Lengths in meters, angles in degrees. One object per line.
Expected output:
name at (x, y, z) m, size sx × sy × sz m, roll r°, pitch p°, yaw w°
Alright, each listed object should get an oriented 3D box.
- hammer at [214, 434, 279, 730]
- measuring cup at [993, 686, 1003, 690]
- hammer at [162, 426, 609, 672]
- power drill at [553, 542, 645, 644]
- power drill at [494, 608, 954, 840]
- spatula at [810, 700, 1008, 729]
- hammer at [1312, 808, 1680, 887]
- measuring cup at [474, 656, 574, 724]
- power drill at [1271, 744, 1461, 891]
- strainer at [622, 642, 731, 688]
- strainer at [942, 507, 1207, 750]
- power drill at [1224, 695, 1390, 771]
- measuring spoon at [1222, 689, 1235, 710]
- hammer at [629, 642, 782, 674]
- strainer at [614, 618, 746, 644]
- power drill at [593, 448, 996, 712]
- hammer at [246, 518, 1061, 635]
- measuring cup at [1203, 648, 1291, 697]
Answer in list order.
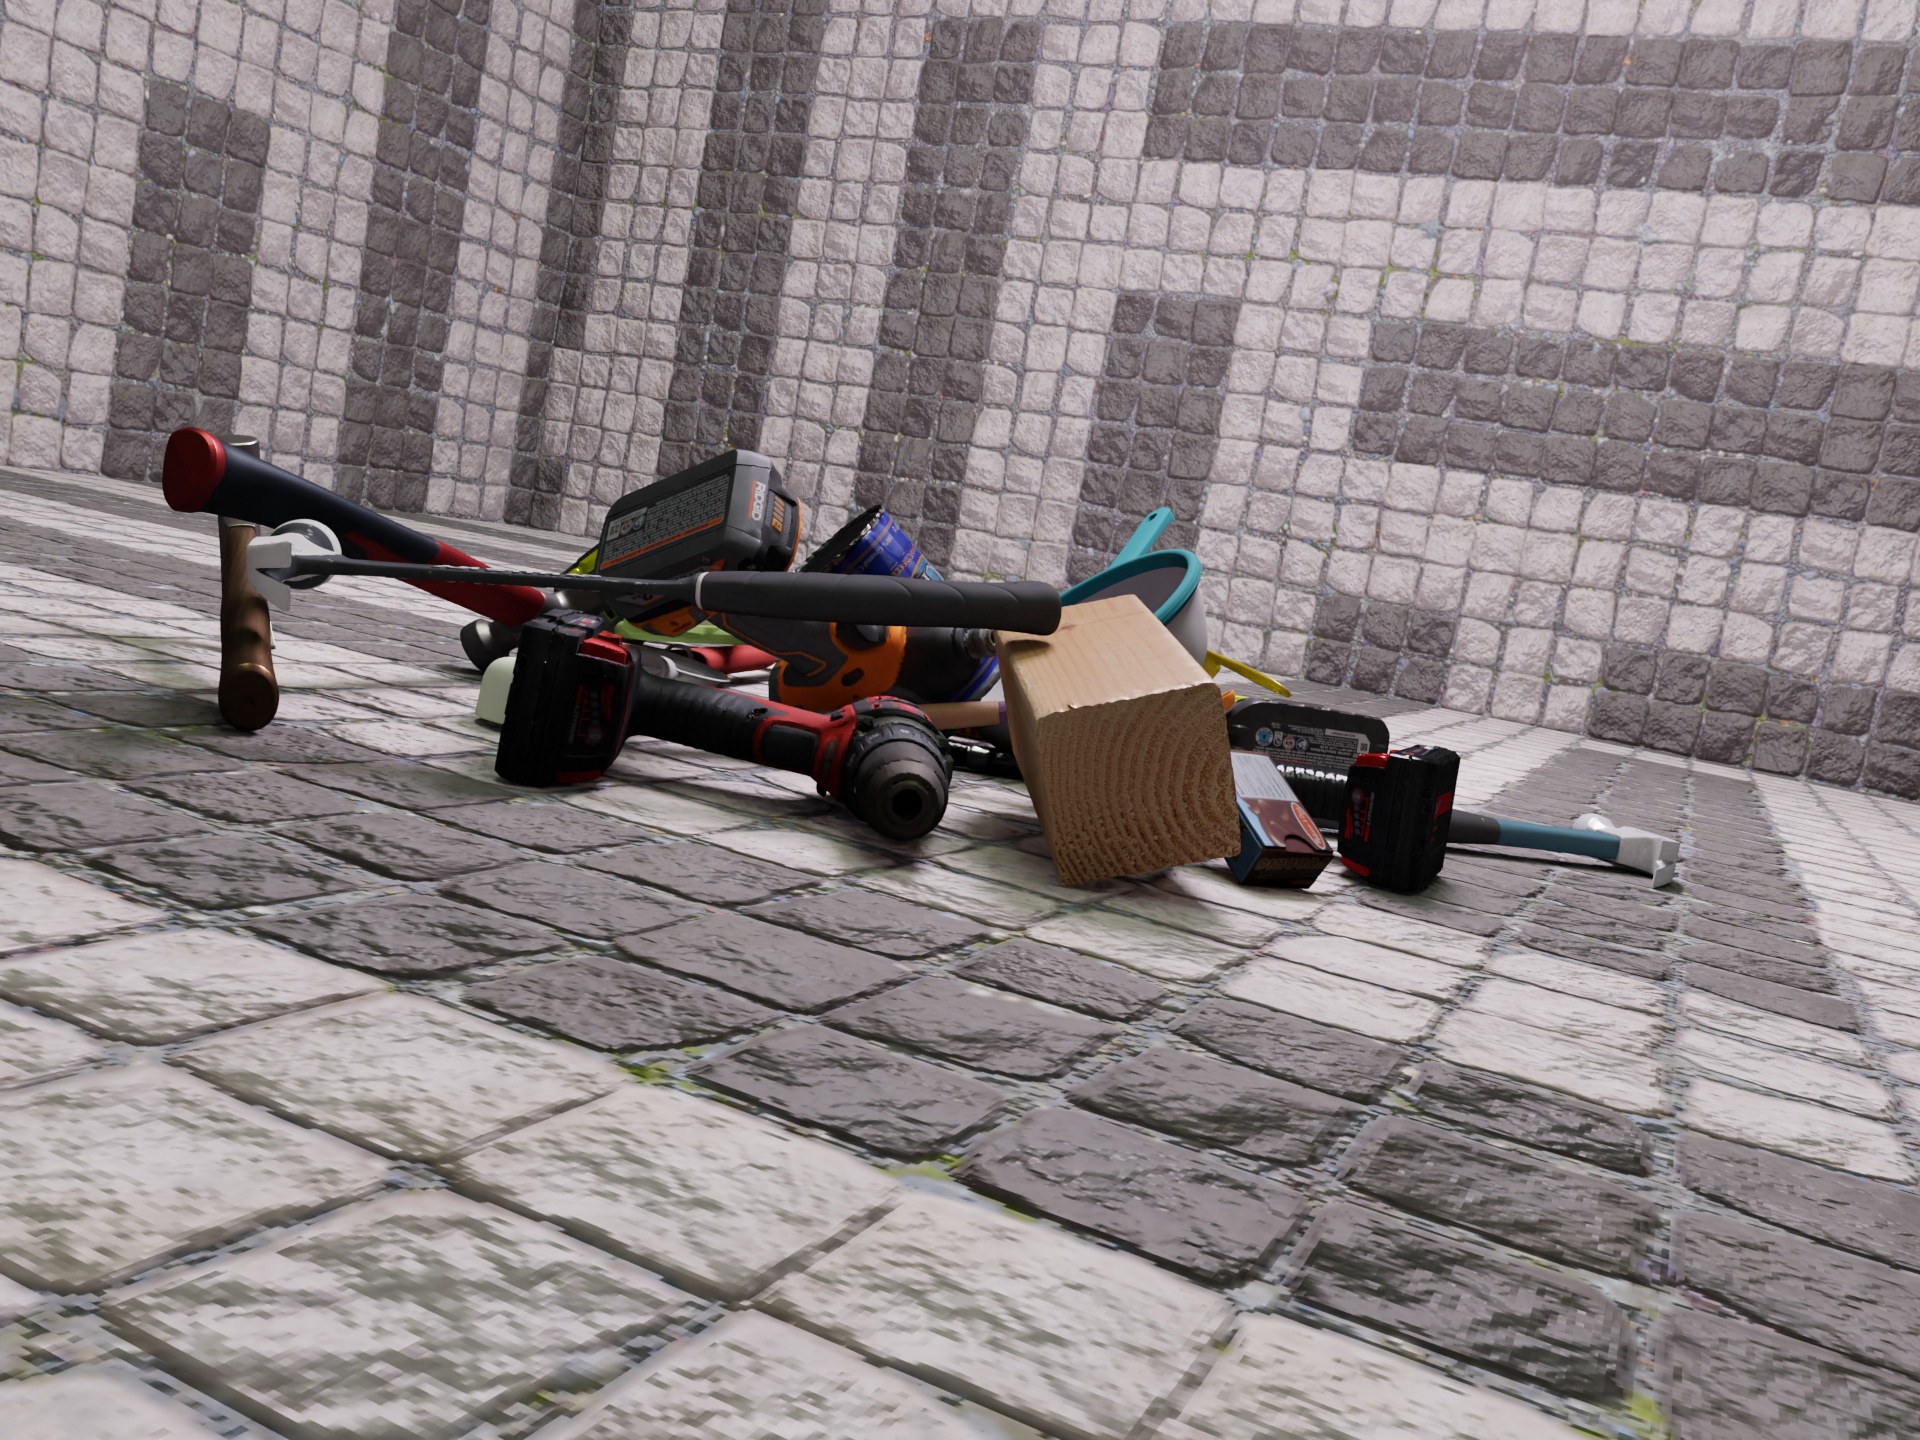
hammer at (-0.413, -0.067, 0.916) m, size 0.031 × 0.130 × 0.332 m, roll -4°, pitch 23°, yaw -23°
measuring cup at (-0.049, -0.017, 1.216) m, size 0.173 × 0.052 × 0.095 m, roll 10°, pitch 6°, yaw -14°
hammer at (-0.323, -0.108, 0.960) m, size 0.143 × 0.038 × 0.386 m, roll -28°, pitch -13°, yaw 7°
power drill at (-0.259, -0.128, 1.357) m, size 0.080 × 0.190 × 0.229 m, roll 54°, pitch -13°, yaw -17°
power drill at (-0.112, 0.009, 0.807) m, size 0.226 × 0.080 × 0.188 m, roll 12°, pitch 7°, yaw -8°
spatula at (-0.002, -0.003, 0.989) m, size 0.316 × 0.018 × 0.059 m, roll -4°, pitch -3°, yaw 4°
hammer at (0.357, 0.076, 1.112) m, size 0.331 × 0.033 × 0.128 m, roll 8°, pitch 6°, yaw -18°
measuring cup at (-0.226, -0.015, 0.982) m, size 0.083 × 0.038 × 0.167 m, roll 13°, pitch 6°, yaw 26°
power drill at (0.183, 0.041, 0.975) m, size 0.220 × 0.078 × 0.143 m, roll 10°, pitch 6°, yaw 24°
strainer at (-0.195, -0.030, 1.031) m, size 0.087 × 0.050 × 0.258 m, roll 17°, pitch -1°, yaw -7°
strainer at (0.124, -0.059, 1.198) m, size 0.211 × 0.095 × 0.340 m, roll -23°, pitch 17°, yaw 34°
power drill at (0.227, 0.019, 1.224) m, size 0.171 × 0.080 × 0.223 m, roll 7°, pitch 4°, yaw -14°
measuring spoon at (0.145, 0.013, 1.120) m, size 0.117 × 0.011 × 0.021 m, roll -33°, pitch 2°, yaw 13°
hammer at (-0.180, -0.050, 1.330) m, size 0.149 × 0.036 × 0.359 m, roll 6°, pitch 6°, yaw 14°
strainer at (-0.183, -0.089, 1.114) m, size 0.151 × 0.069 × 0.256 m, roll 3°, pitch 2°, yaw 8°
power drill at (-0.091, -0.068, 0.971) m, size 0.164 × 0.084 × 0.226 m, roll -16°, pitch -35°, yaw 30°
hammer at (-0.147, -0.069, 0.812) m, size 0.408 × 0.036 × 0.149 m, roll 2°, pitch 9°, yaw -13°
measuring cup at (0.195, -0.033, 1.207) m, size 0.062 × 0.029 × 0.157 m, roll 42°, pitch -5°, yaw -31°
